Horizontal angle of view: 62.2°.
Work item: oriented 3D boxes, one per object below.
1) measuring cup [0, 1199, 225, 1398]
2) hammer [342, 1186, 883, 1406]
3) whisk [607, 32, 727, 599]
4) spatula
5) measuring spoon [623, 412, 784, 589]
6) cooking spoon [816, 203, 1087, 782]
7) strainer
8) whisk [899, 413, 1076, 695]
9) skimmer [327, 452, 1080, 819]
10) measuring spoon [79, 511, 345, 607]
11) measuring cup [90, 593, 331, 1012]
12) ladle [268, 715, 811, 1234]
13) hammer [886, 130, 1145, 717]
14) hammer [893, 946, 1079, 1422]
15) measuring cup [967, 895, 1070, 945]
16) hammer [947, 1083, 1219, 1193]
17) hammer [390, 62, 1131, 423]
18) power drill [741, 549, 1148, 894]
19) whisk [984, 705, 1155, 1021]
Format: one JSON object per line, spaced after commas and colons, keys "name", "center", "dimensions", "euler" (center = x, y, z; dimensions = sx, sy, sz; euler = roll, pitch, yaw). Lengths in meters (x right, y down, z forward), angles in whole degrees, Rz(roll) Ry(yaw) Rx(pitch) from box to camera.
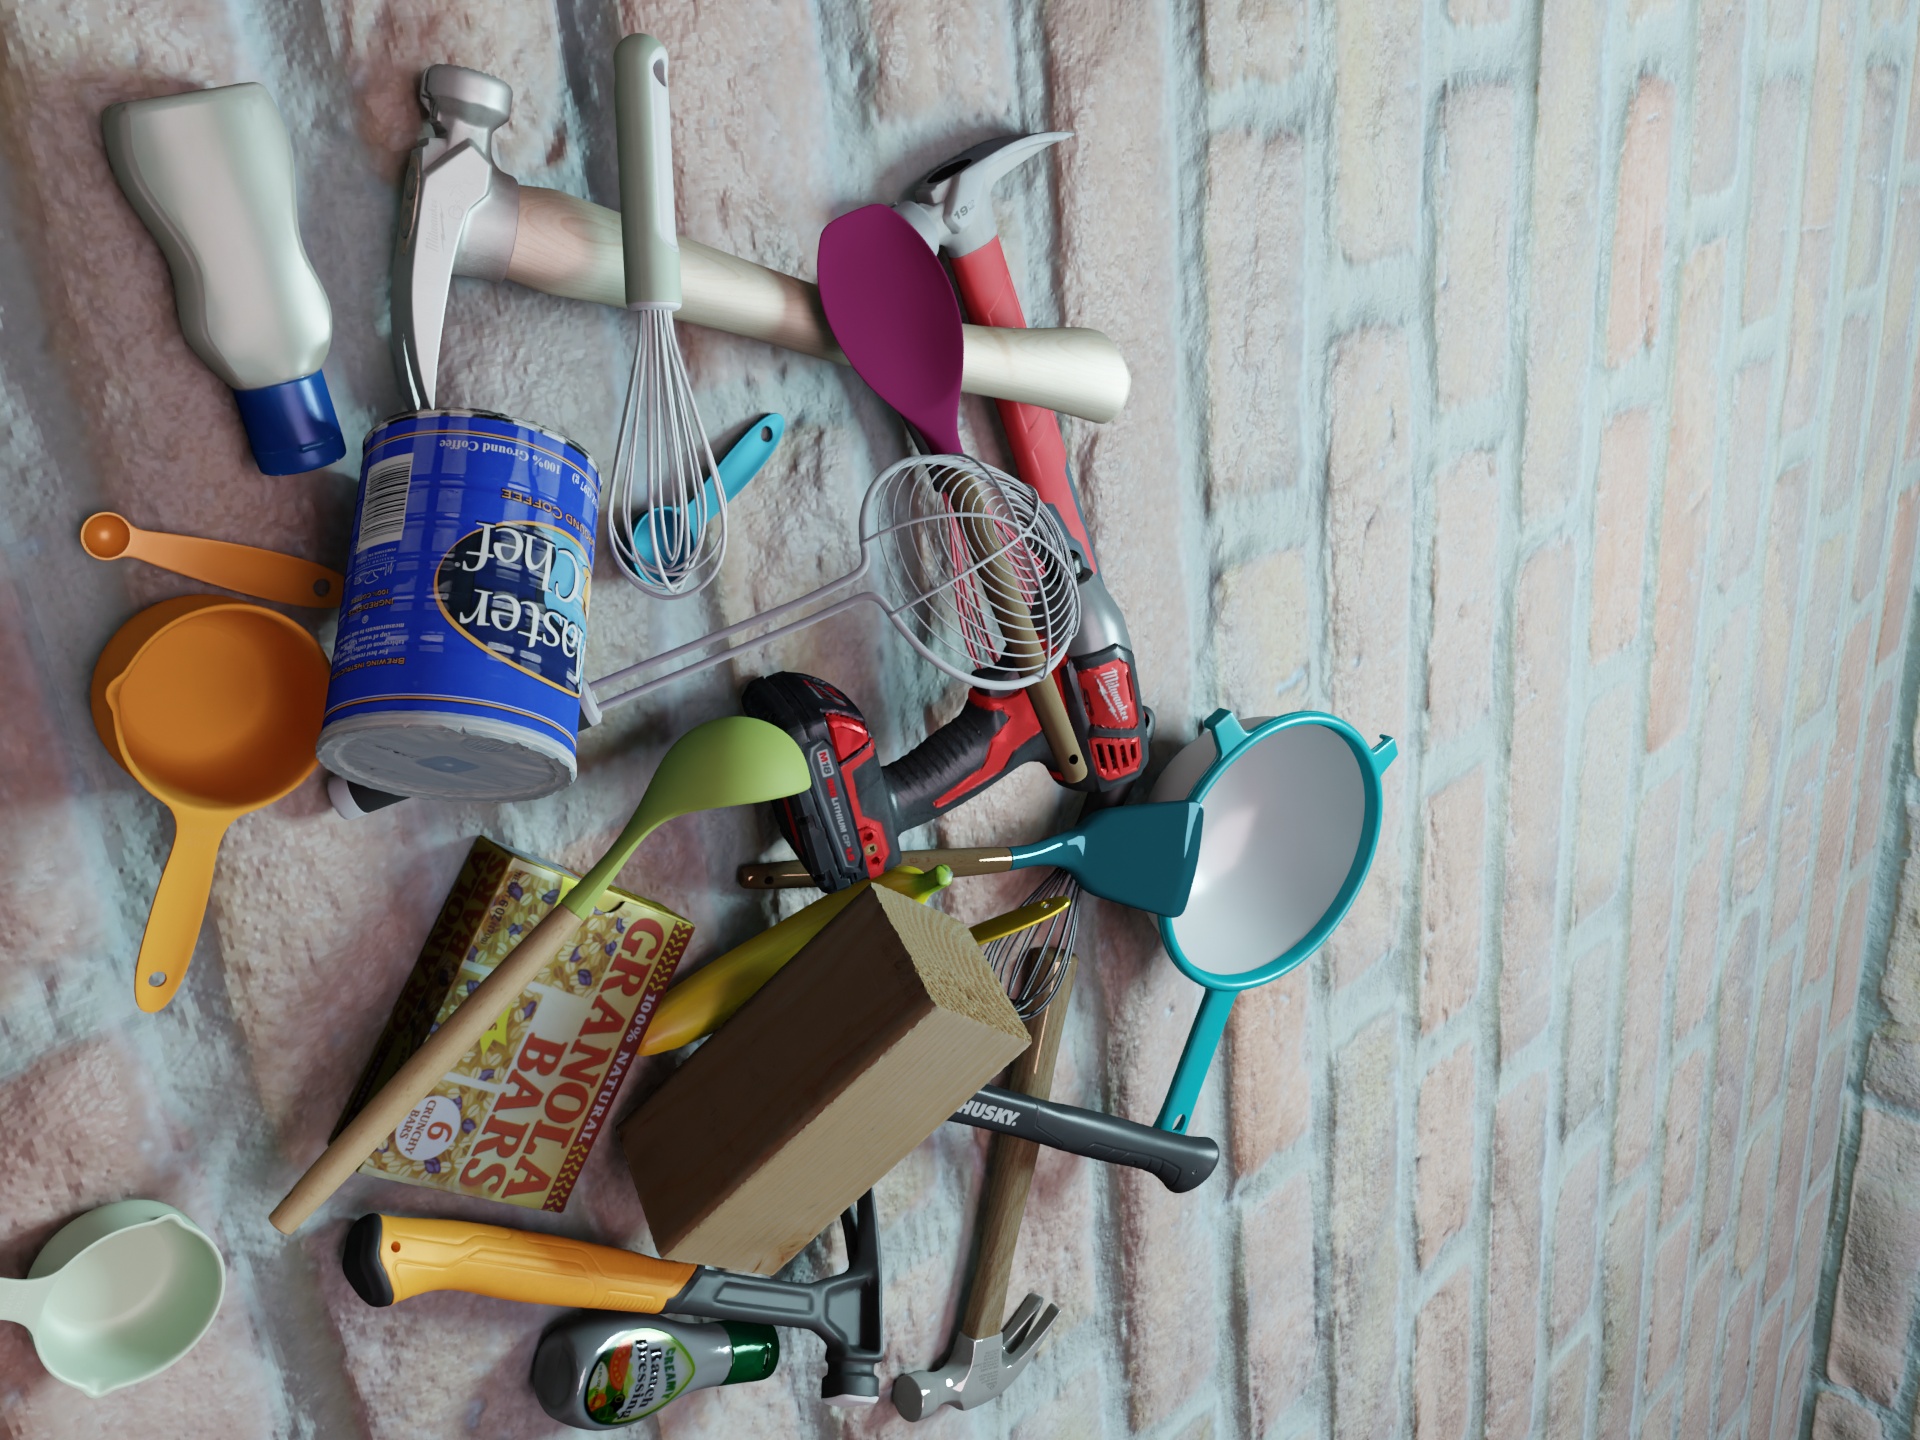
{"name": "measuring cup", "center": [-0.395, 0.233, 0.662], "dimensions": [0.167, 0.038, 0.083], "euler": [25, 85, -43]}
{"name": "hammer", "center": [-0.175, 0.302, 0.877], "dimensions": [0.336, 0.034, 0.127], "euler": [24, 52, -39]}
{"name": "whisk", "center": [-0.136, -0.177, 0.709], "dimensions": [0.058, 0.059, 0.246], "euler": [-30, 120, -72]}
{"name": "spatula", "center": [0.013, 0.089, 0.978], "dimensions": [0.317, 0.044, 0.082], "euler": [-1, 107, -34]}
{"name": "measuring spoon", "center": [-0.134, -0.118, 0.827], "dimensions": [0.129, 0.021, 0.042], "euler": [-55, 134, -30]}
{"name": "cooking spoon", "center": [0.005, -0.108, 0.824], "dimensions": [0.069, 0.017, 0.318], "euler": [-29, 108, -19]}
{"name": "strainer", "center": [0.179, 0.140, 1.158], "dimensions": [0.210, 0.095, 0.340], "euler": [8, 106, -38]}
{"name": "whisk", "center": [0.003, -0.122, 0.925], "dimensions": [0.073, 0.073, 0.295], "euler": [-42, 122, -27]}
{"name": "skimmer", "center": [-0.115, -0.025, 0.763], "dimensions": [0.363, 0.090, 0.127], "euler": [-22, 79, -4]}
{"name": "measuring spoon", "center": [-0.312, -0.066, 0.673], "dimensions": [0.116, 0.011, 0.021], "euler": [14, 93, -49]}
{"name": "measuring cup", "center": [-0.323, 0.031, 0.661], "dimensions": [0.095, 0.052, 0.173], "euler": [13, 95, -45]}
{"name": "ladle", "center": [-0.194, 0.119, 0.754], "dimensions": [0.062, 0.078, 0.320], "euler": [47, 75, -19]}
{"name": "hammer", "center": [0.062, -0.160, 0.986], "dimensions": [0.143, 0.038, 0.385], "euler": [-42, 128, -30]}
{"name": "hammer", "center": [0.038, 0.320, 1.112], "dimensions": [0.130, 0.031, 0.331], "euler": [5, 99, -44]}
{"name": "measuring cup", "center": [-0.009, 0.125, 0.957], "dimensions": [0.156, 0.062, 0.029], "euler": [-19, 114, -9]}
{"name": "hammer", "center": [0.056, 0.262, 1.057], "dimensions": [0.334, 0.035, 0.146], "euler": [24, 96, -36]}
{"name": "hammer", "center": [-0.076, -0.193, 0.803], "dimensions": [0.410, 0.038, 0.146], "euler": [5, 98, -37]}
{"name": "power drill", "center": [-0.001, -0.003, 0.892], "dimensions": [0.219, 0.079, 0.143], "euler": [-21, 118, -15]}
{"name": "whisk", "center": [0.077, 0.092, 1.074], "dimensions": [0.055, 0.055, 0.239], "euler": [43, 67, -43]}
